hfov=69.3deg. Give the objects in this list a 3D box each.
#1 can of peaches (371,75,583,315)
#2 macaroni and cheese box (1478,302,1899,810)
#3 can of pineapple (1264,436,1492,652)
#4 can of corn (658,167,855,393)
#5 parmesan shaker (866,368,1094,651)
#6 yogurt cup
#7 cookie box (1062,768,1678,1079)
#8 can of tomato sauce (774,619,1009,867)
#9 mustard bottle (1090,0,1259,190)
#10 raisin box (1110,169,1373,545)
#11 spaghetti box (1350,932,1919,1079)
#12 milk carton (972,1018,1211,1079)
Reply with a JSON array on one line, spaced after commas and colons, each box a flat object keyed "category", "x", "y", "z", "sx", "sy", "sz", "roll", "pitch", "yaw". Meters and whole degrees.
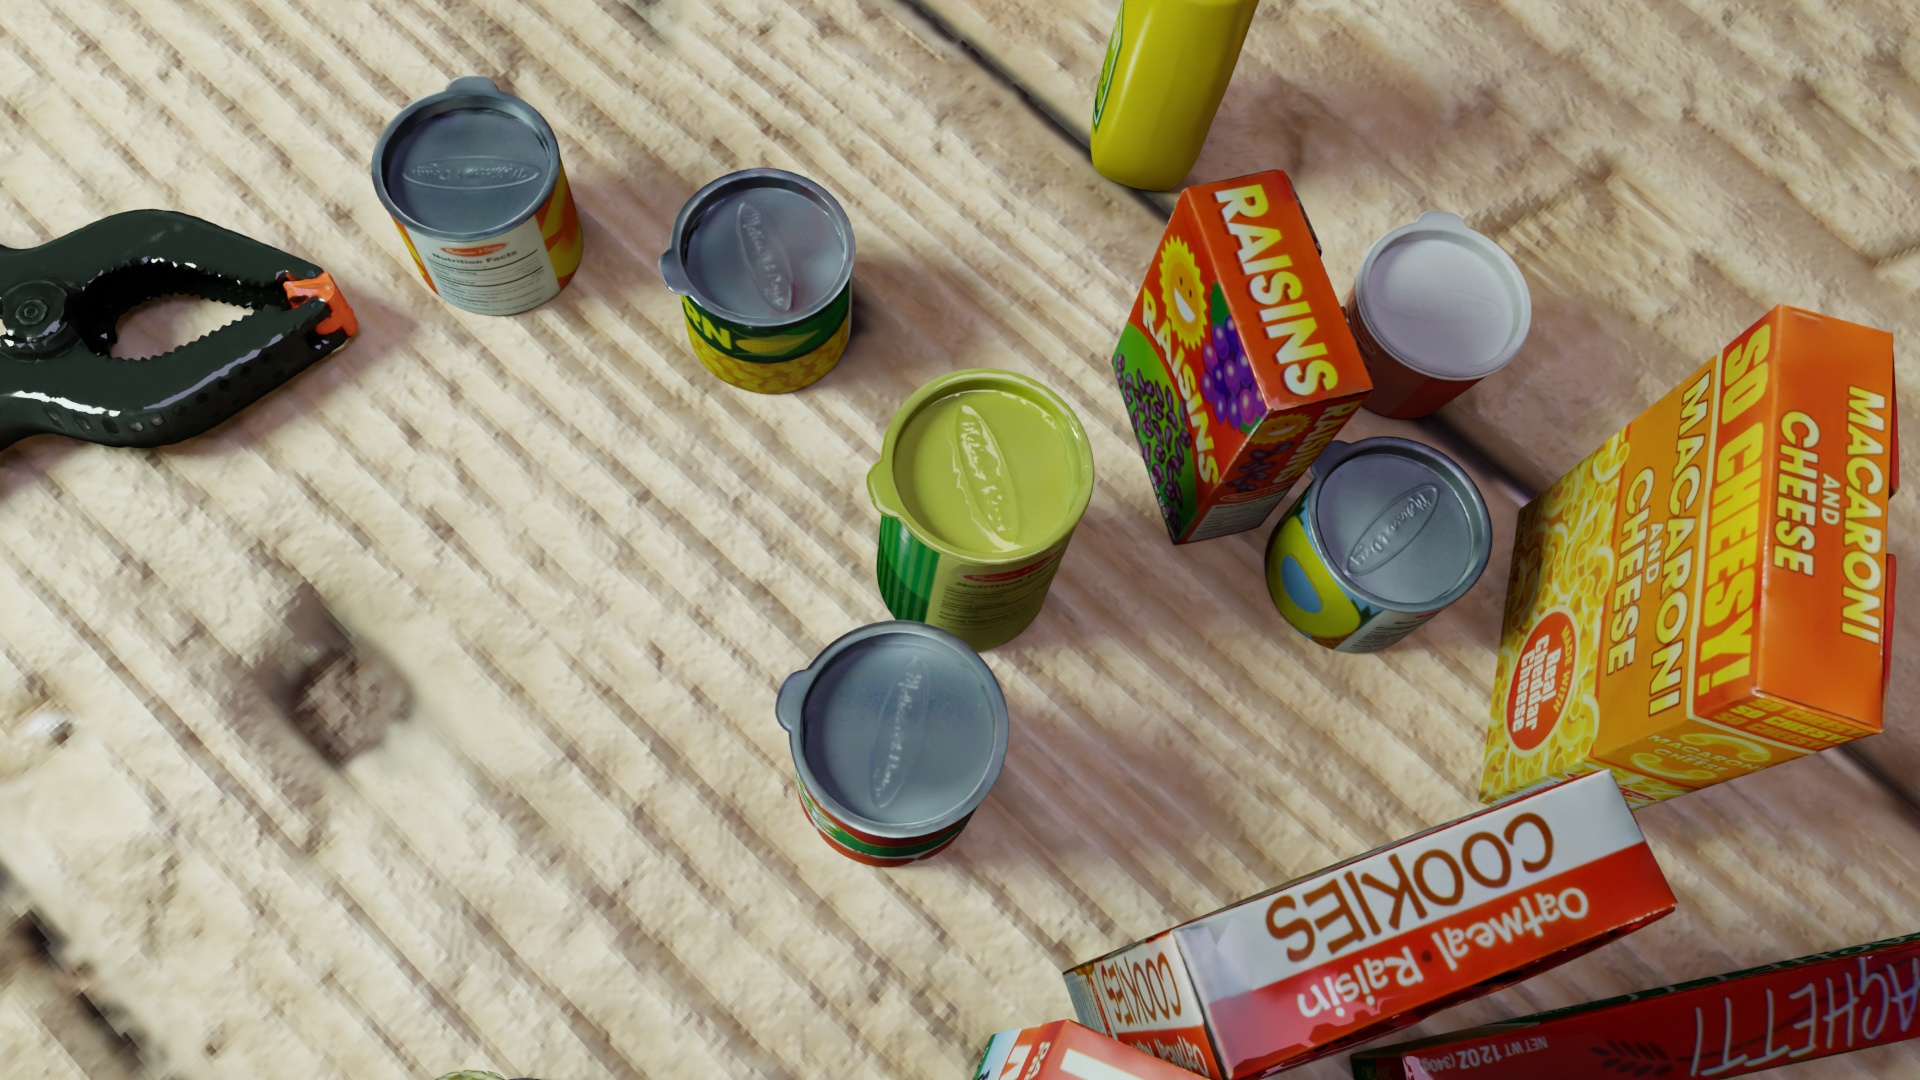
[{"category": "can of peaches", "x": -0.181, "y": -0.129, "z": 0.529, "sx": 0.071, "sy": 0.058, "sz": 0.071, "roll": 2, "pitch": 69, "yaw": -5}, {"category": "macaroni and cheese box", "x": 0.231, "y": 0.018, "z": 0.454, "sx": 0.040, "sy": 0.166, "sz": 0.124, "roll": 16, "pitch": 69, "yaw": 1}, {"category": "can of pineapple", "x": 0.150, "y": 0.001, "z": 0.511, "sx": 0.071, "sy": 0.057, "sz": 0.071, "roll": 2, "pitch": 69, "yaw": -5}, {"category": "can of corn", "x": -0.076, "y": -0.096, "z": 0.526, "sx": 0.071, "sy": 0.058, "sz": 0.071, "roll": 2, "pitch": 69, "yaw": -5}, {"category": "parmesan shaker", "x": 0.002, "y": -0.006, "z": 0.475, "sx": 0.071, "sy": 0.102, "sz": 0.071, "roll": 2, "pitch": 70, "yaw": -5}, {"category": "yogurt cup", "x": 0.181, "y": -0.083, "z": 0.548, "sx": 0.072, "sy": 0.053, "sz": 0.072, "roll": 2, "pitch": 69, "yaw": -5}, {"category": "cookie box", "x": 0.105, "y": 0.118, "z": 0.404, "sx": 0.123, "sy": 0.166, "sz": 0.040, "roll": -17, "pitch": 72, "yaw": -11}, {"category": "can of tomato sauce", "x": -0.024, "y": 0.070, "z": 0.455, "sx": 0.071, "sy": 0.082, "sz": 0.071, "roll": 2, "pitch": 70, "yaw": -5}, {"category": "mustard bottle", "x": 0.084, "y": -0.198, "z": 0.525, "sx": 0.049, "sy": 0.159, "sz": 0.065, "roll": 12, "pitch": 69, "yaw": -1}, {"category": "raisin box", "x": 0.095, "y": -0.060, "z": 0.494, "sx": 0.040, "sy": 0.123, "sz": 0.086, "roll": -12, "pitch": 71, "yaw": -10}, {"category": "spaghetti box", "x": 0.257, "y": 0.162, "z": 0.465, "sx": 0.250, "sy": 0.050, "sz": 0.029, "roll": -8, "pitch": 71, "yaw": -8}, {"category": "milk carton", "x": 0.037, "y": 0.176, "z": 0.363, "sx": 0.073, "sy": 0.190, "sz": 0.072, "roll": 25, "pitch": 70, "yaw": 4}]
